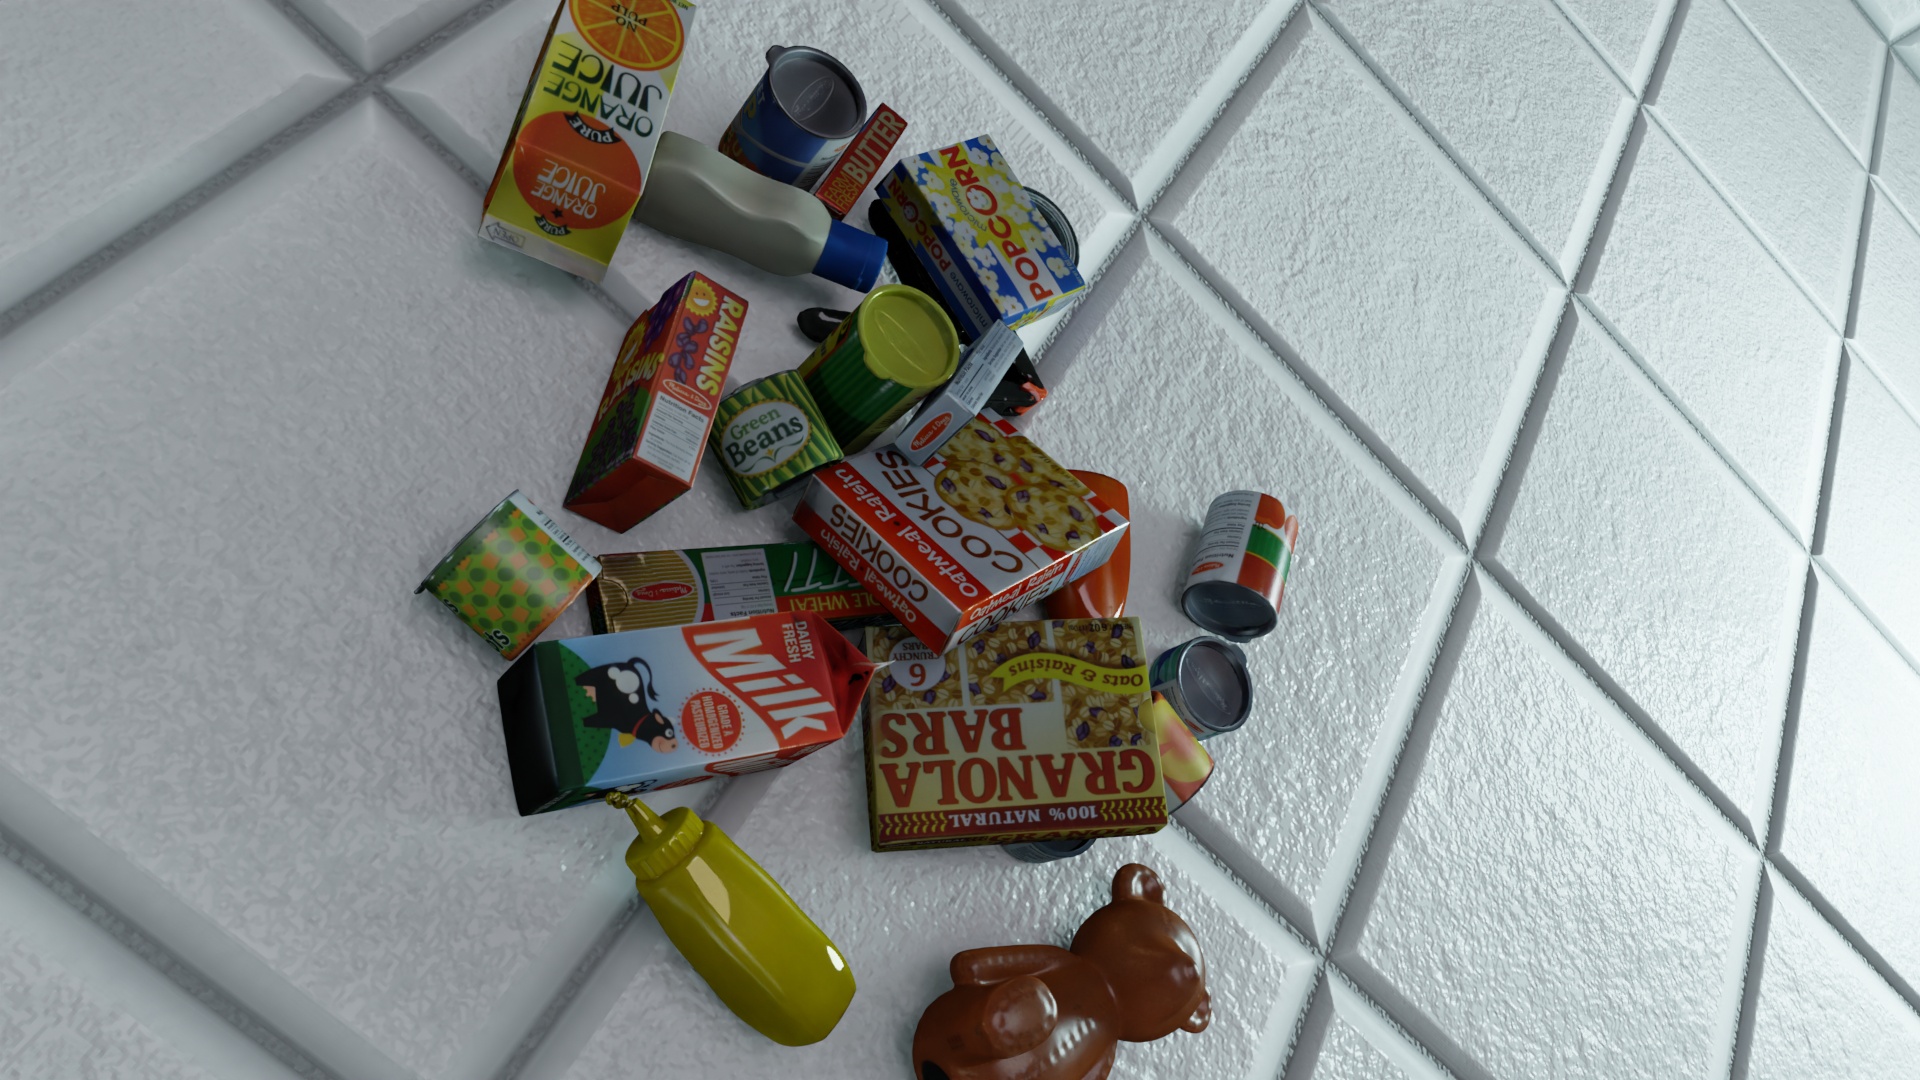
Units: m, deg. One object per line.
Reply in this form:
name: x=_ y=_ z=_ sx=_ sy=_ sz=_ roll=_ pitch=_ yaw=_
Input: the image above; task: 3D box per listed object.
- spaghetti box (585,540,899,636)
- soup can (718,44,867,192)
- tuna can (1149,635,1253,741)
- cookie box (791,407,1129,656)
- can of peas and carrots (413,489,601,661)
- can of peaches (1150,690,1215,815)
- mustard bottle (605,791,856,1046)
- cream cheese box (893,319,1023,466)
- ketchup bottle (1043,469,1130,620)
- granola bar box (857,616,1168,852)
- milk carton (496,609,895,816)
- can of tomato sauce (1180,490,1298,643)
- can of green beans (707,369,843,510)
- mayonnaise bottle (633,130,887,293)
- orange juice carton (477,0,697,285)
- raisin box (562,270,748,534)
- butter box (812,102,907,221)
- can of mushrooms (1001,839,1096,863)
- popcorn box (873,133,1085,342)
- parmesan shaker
spaghetti box: x=-0.089 y=0.028 z=0.798 sx=0.251 sy=0.028 sz=0.050 roll=-4 pitch=72 yaw=-35
soup can: x=-0.109 y=-0.260 z=0.874 sx=0.071 sy=0.083 sz=0.071 roll=14 pitch=63 yaw=-29
tuna can: x=0.162 y=0.098 z=0.931 sx=0.071 sy=0.032 sz=0.071 roll=13 pitch=64 yaw=-29
cookie box: x=0.003 y=-0.010 z=0.826 sx=0.123 sy=0.040 sz=0.168 roll=42 pitch=39 yaw=20
can of peas and carrots: x=-0.224 y=0.019 z=0.691 sx=0.058 sy=0.070 sz=0.071 roll=44 pitch=53 yaw=-11
can of peaches: x=0.115 y=0.134 z=0.865 sx=0.058 sy=0.071 sz=0.071 roll=52 pitch=52 yaw=-4
mustard bottle: x=-0.117 y=0.178 z=0.679 sx=0.160 sy=0.065 sz=0.049 roll=55 pitch=48 yaw=-17
cream cheese box: x=0.001 y=-0.090 z=0.836 sx=0.024 sy=0.053 sz=0.104 roll=43 pitch=37 yaw=-10
ketchup bottle: x=0.081 y=0.029 z=0.900 sx=0.065 sy=0.043 sz=0.149 roll=12 pitch=64 yaw=-26
granola bar box: x=0.028 y=0.109 z=0.795 sx=0.166 sy=0.039 sz=0.124 roll=-2 pitch=68 yaw=-10
milk carton: x=-0.130 y=0.084 z=0.719 sx=0.191 sy=0.072 sz=0.073 roll=-5 pitch=73 yaw=-35
can of tomato sauce: x=0.197 y=0.018 z=0.969 sx=0.071 sy=0.071 sz=0.083 roll=34 pitch=55 yaw=-17
can of green beans: x=-0.109 y=-0.057 z=0.798 sx=0.071 sy=0.071 sz=0.058 roll=-26 pitch=87 yaw=-38
mayonnaise bottle: x=-0.119 y=-0.193 z=0.841 sx=0.148 sy=0.064 sz=0.041 roll=19 pitch=59 yaw=-16
orange juice carton: x=-0.216 y=-0.237 z=0.800 sx=0.072 sy=0.072 sz=0.193 roll=22 pitch=60 yaw=-25
raisin box: x=-0.166 y=-0.075 z=0.756 sx=0.040 sy=0.086 sz=0.124 roll=29 pitch=57 yaw=-28
butter box: x=-0.074 y=-0.236 z=0.906 sx=0.024 sy=0.053 sz=0.104 roll=36 pitch=55 yaw=-14
can of mushrooms: x=0.050 y=0.156 z=0.832 sx=0.071 sy=0.033 sz=0.071 roll=13 pitch=64 yaw=-28
popcorn box: x=0.014 y=-0.198 z=0.911 sx=0.085 sy=0.038 sz=0.127 roll=-28 pitch=83 yaw=-38
parmesan shaker: x=-0.057 y=-0.098 z=0.826 sx=0.071 sy=0.102 sz=0.071 roll=14 pitch=63 yaw=-29
